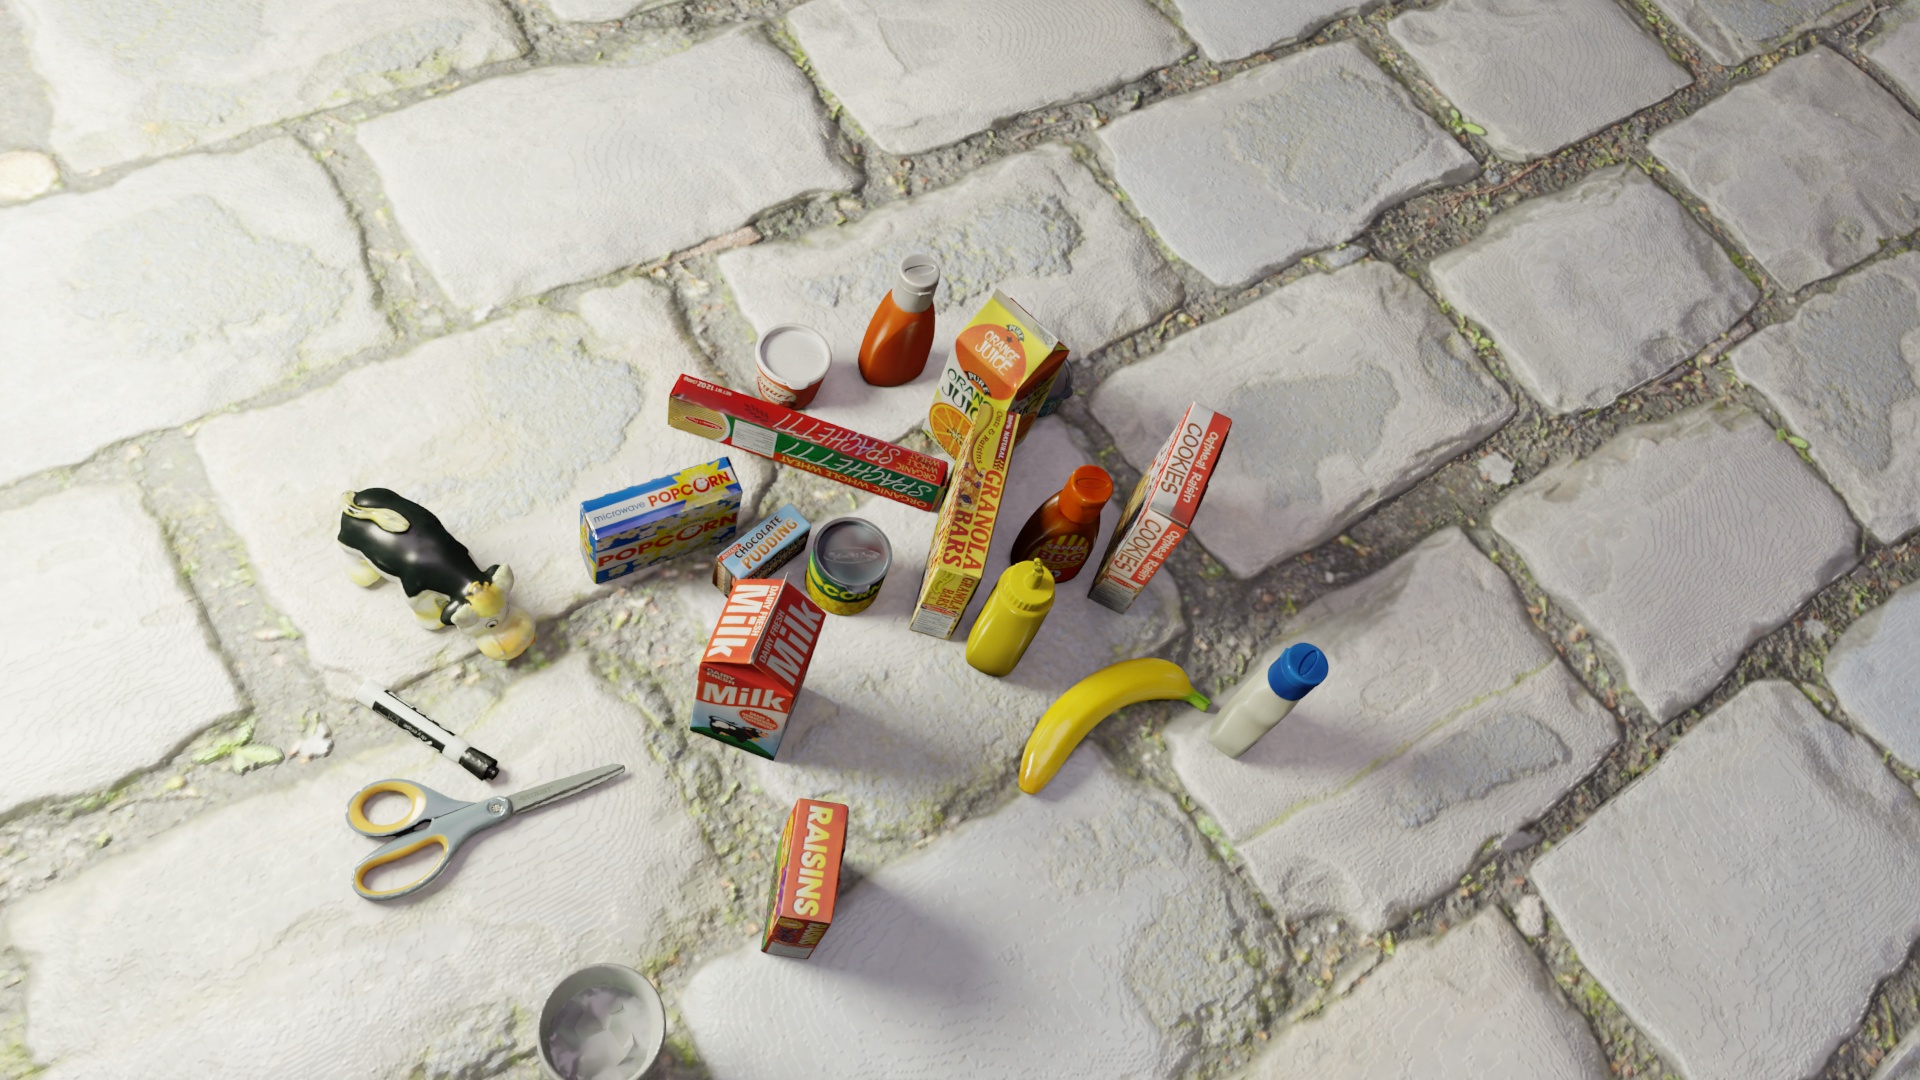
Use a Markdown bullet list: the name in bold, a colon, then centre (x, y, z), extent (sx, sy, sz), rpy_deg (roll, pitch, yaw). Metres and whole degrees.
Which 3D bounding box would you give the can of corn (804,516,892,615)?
- **can of corn**: centre (-0.095, 0.025, 1.166), extent (0.071, 0.058, 0.071), rpy_deg (6, 61, -11)

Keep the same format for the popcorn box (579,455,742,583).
- **popcorn box**: centre (-0.245, -0.016, 1.133), extent (0.127, 0.084, 0.038), rpy_deg (-20, 69, -24)

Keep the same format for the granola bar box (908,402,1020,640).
- **granola bar box**: centre (0.004, -0.015, 1.175), extent (0.039, 0.123, 0.166), rpy_deg (17, 59, -5)

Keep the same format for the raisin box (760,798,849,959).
- **raisin box**: centre (-0.113, 0.246, 1.002), extent (0.040, 0.122, 0.086), rpy_deg (12, 60, -8)

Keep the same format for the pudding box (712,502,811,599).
- **pudding box**: centre (-0.166, 0.010, 1.160), extent (0.030, 0.049, 0.084), rpy_deg (45, 61, 11)

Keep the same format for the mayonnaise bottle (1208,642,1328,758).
- **mayonnaise bottle**: centre (0.255, 0.130, 1.148), extent (0.041, 0.147, 0.065), rpy_deg (39, 60, 8)

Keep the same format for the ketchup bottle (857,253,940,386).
- **ketchup bottle**: centre (-0.050, -0.196, 1.245), extent (0.065, 0.148, 0.043), rpy_deg (-14, 67, -21)

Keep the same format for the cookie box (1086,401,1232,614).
- **cookie box**: centre (0.171, -0.025, 1.199), extent (0.040, 0.166, 0.123), rpy_deg (27, 59, 0)

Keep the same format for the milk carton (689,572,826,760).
- **milk carton**: centre (-0.151, 0.093, 1.037), extent (0.073, 0.189, 0.073), rpy_deg (21, 59, -3)

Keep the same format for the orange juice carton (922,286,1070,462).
- **orange juice carton**: centre (0.033, -0.141, 1.212), extent (0.072, 0.191, 0.073), rpy_deg (44, 61, 11)

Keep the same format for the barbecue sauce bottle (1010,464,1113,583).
- **barbecue sauce bottle**: centre (0.090, -0.013, 1.182), extent (0.065, 0.147, 0.044), rpy_deg (4, 62, -13)

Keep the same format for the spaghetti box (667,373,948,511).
- **spaghetti box**: centre (-0.133, -0.084, 1.220), extent (0.250, 0.050, 0.029), rpy_deg (18, 59, -5)

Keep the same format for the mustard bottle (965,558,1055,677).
- **mustard bottle**: centre (0.045, 0.057, 1.126), extent (0.049, 0.159, 0.065), rpy_deg (23, 59, -2)

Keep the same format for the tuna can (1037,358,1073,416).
- **tuna can**: centre (0.073, -0.151, 1.321), extent (0.071, 0.032, 0.071), rpy_deg (6, 61, -11)

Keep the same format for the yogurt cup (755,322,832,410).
- **yogurt cup**: centre (-0.153, -0.154, 1.251), extent (0.072, 0.053, 0.073), rpy_deg (6, 61, -11)
